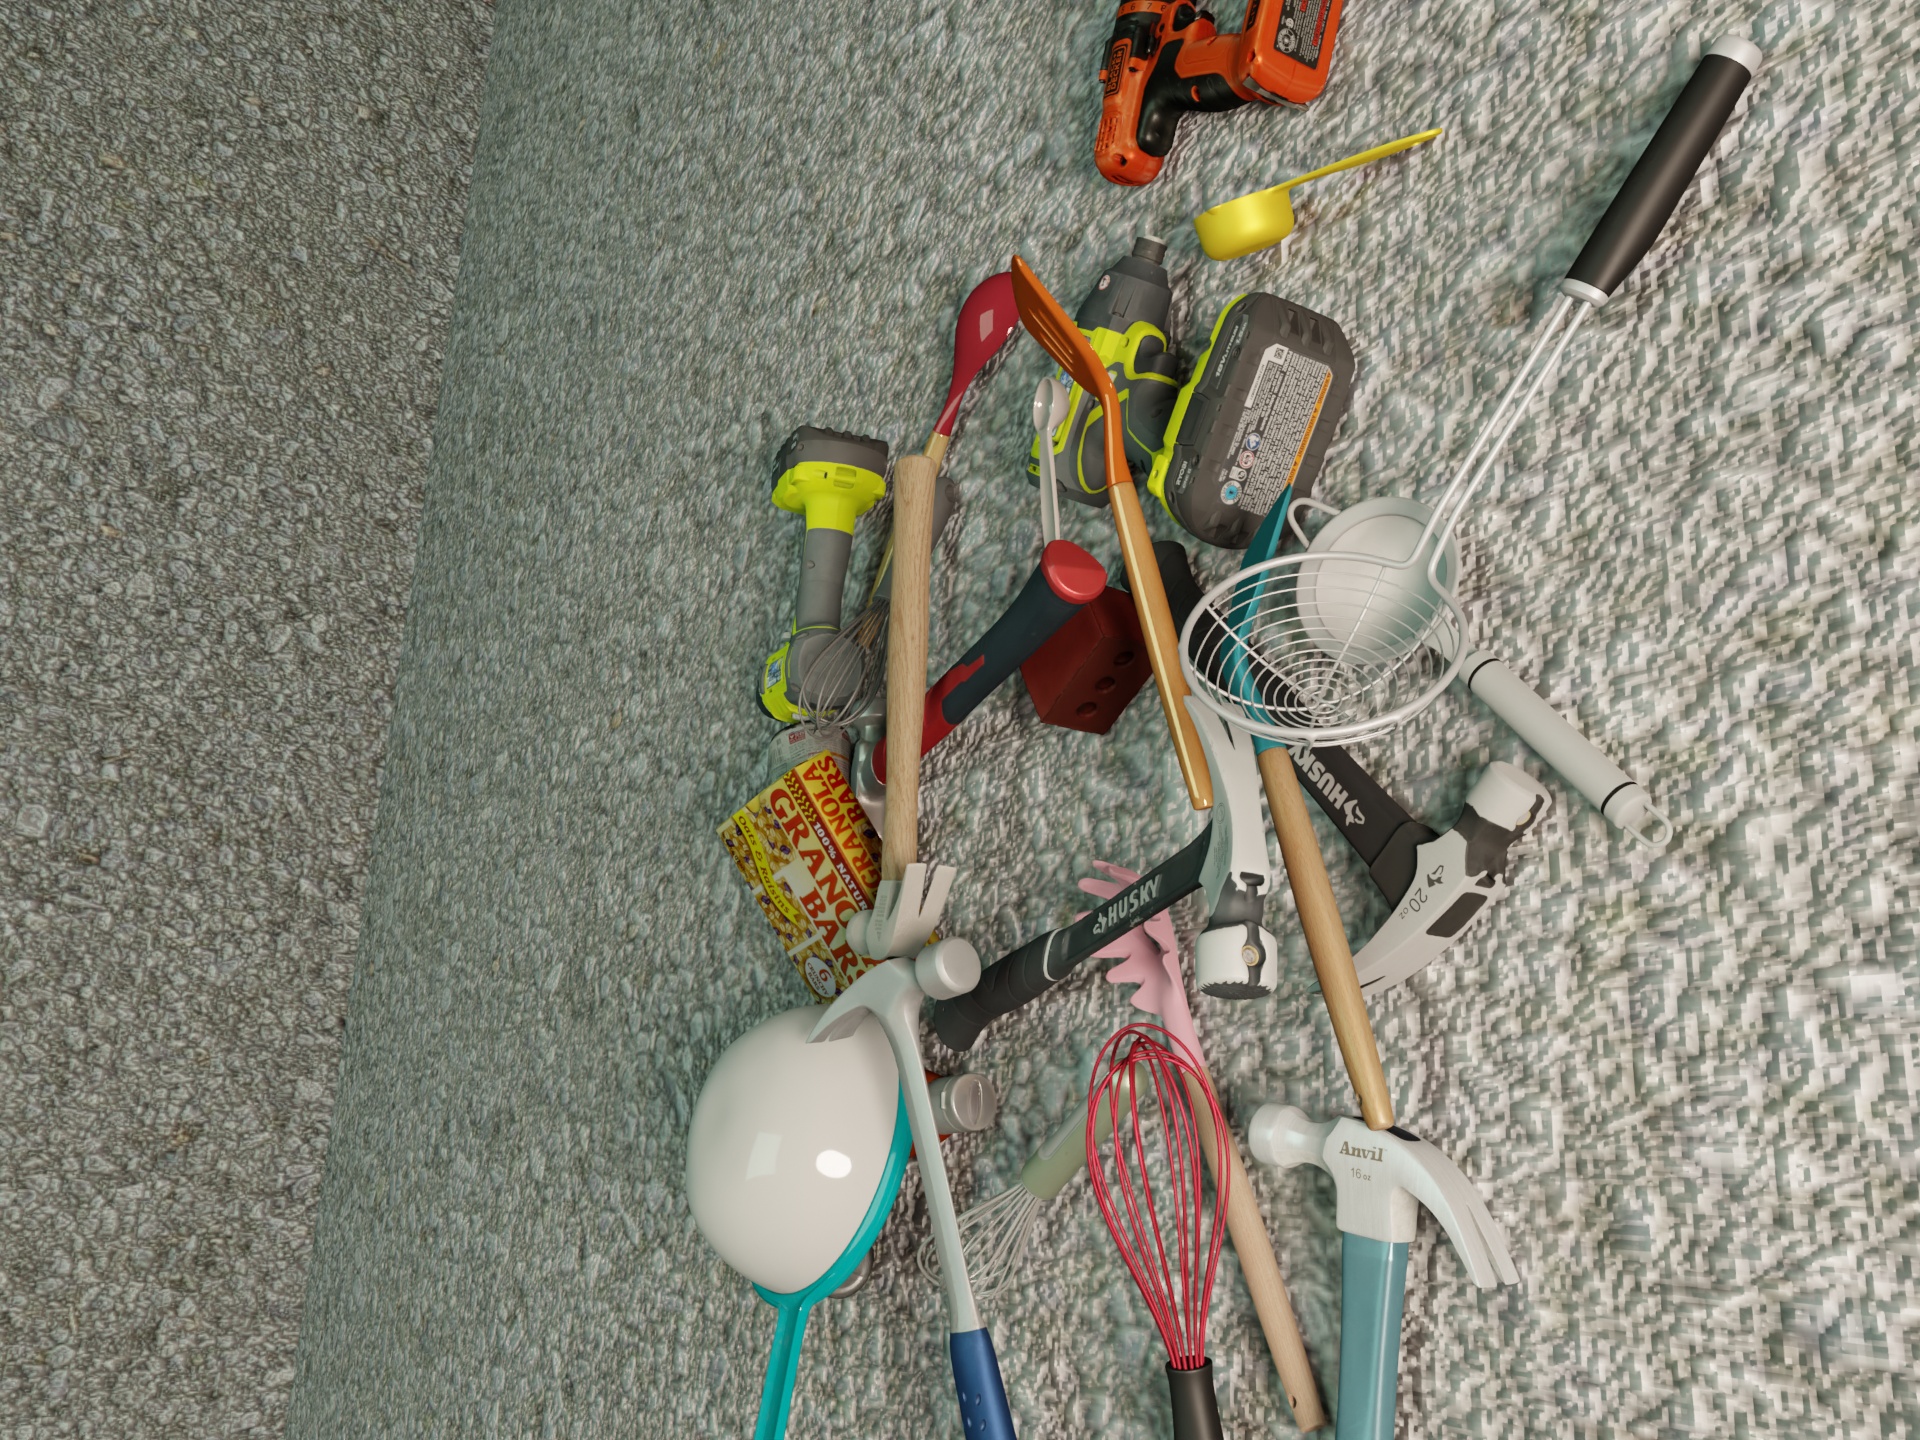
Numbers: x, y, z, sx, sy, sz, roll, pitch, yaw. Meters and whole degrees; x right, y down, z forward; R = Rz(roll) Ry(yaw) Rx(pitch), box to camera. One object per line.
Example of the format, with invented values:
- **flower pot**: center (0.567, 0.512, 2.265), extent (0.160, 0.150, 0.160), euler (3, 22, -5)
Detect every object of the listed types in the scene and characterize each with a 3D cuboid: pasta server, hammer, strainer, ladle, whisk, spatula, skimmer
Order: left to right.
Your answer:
- **strainer**: center (-0.132, 0.328, 1.029), extent (0.211, 0.095, 0.341), euler (-34, 38, 45)
- **whisk**: center (-0.057, -0.088, 1.167), extent (0.055, 0.055, 0.239), euler (-17, 42, 55)
- **hammer**: center (-0.035, -0.010, 1.037), extent (0.130, 0.031, 0.331), euler (165, 109, -69)
- **ladle**: center (-0.024, -0.200, 1.237), extent (0.069, 0.031, 0.315), euler (47, 121, 52)
- **hammer**: center (-0.002, -0.003, 1.044), extent (0.386, 0.038, 0.143), euler (137, 135, -61)
- **hammer**: center (-0.001, 0.338, 0.913), extent (0.144, 0.035, 0.406), euler (-29, 68, 44)
- **whisk**: center (0.041, 0.271, 0.923), extent (0.246, 0.059, 0.058), euler (-58, 7, 35)
- **hammer**: center (0.062, 0.120, 0.888), extent (0.409, 0.036, 0.149), euler (132, 144, -60)
- **spatula**: center (0.086, -0.105, 0.883), extent (0.081, 0.041, 0.323), euler (68, -172, -79)
- **whisk**: center (0.109, 0.298, 0.785), extent (0.073, 0.073, 0.296), euler (-15, 81, 55)
- **pasta server**: center (0.125, 0.211, 0.841), extent (0.060, 0.040, 0.317), euler (117, 147, -45)
- **hammer**: center (0.167, 0.001, 0.852), extent (0.146, 0.035, 0.335), euler (-61, 35, 23)
- **spatula**: center (0.168, 0.037, 0.770), extent (0.082, 0.044, 0.318), euler (110, 151, -63)
- **hammer**: center (0.176, 0.346, 0.704), extent (0.128, 0.033, 0.331), euler (-3, 79, 48)
- **strainer**: center (0.238, -0.026, 0.743), extent (0.087, 0.050, 0.259), euler (-50, 44, 17)
- **skimmer**: center (0.230, -0.146, 0.702), extent (0.127, 0.090, 0.363), euler (40, 104, 43)

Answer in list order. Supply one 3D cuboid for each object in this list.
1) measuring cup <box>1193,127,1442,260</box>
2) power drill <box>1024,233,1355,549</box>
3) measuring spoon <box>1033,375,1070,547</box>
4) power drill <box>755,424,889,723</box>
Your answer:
- **measuring cup**: center (0.203, -0.295, 0.900), extent (0.156, 0.062, 0.029), euler (-8, 101, 44)
- **power drill**: center (0.127, -0.199, 0.950), extent (0.223, 0.080, 0.171), euler (39, 113, 59)
- **measuring spoon**: center (0.060, -0.151, 0.977), extent (0.034, 0.018, 0.124), euler (153, 117, -69)
- **power drill**: center (-0.123, -0.109, 1.305), extent (0.190, 0.080, 0.228), euler (161, 116, -70)
